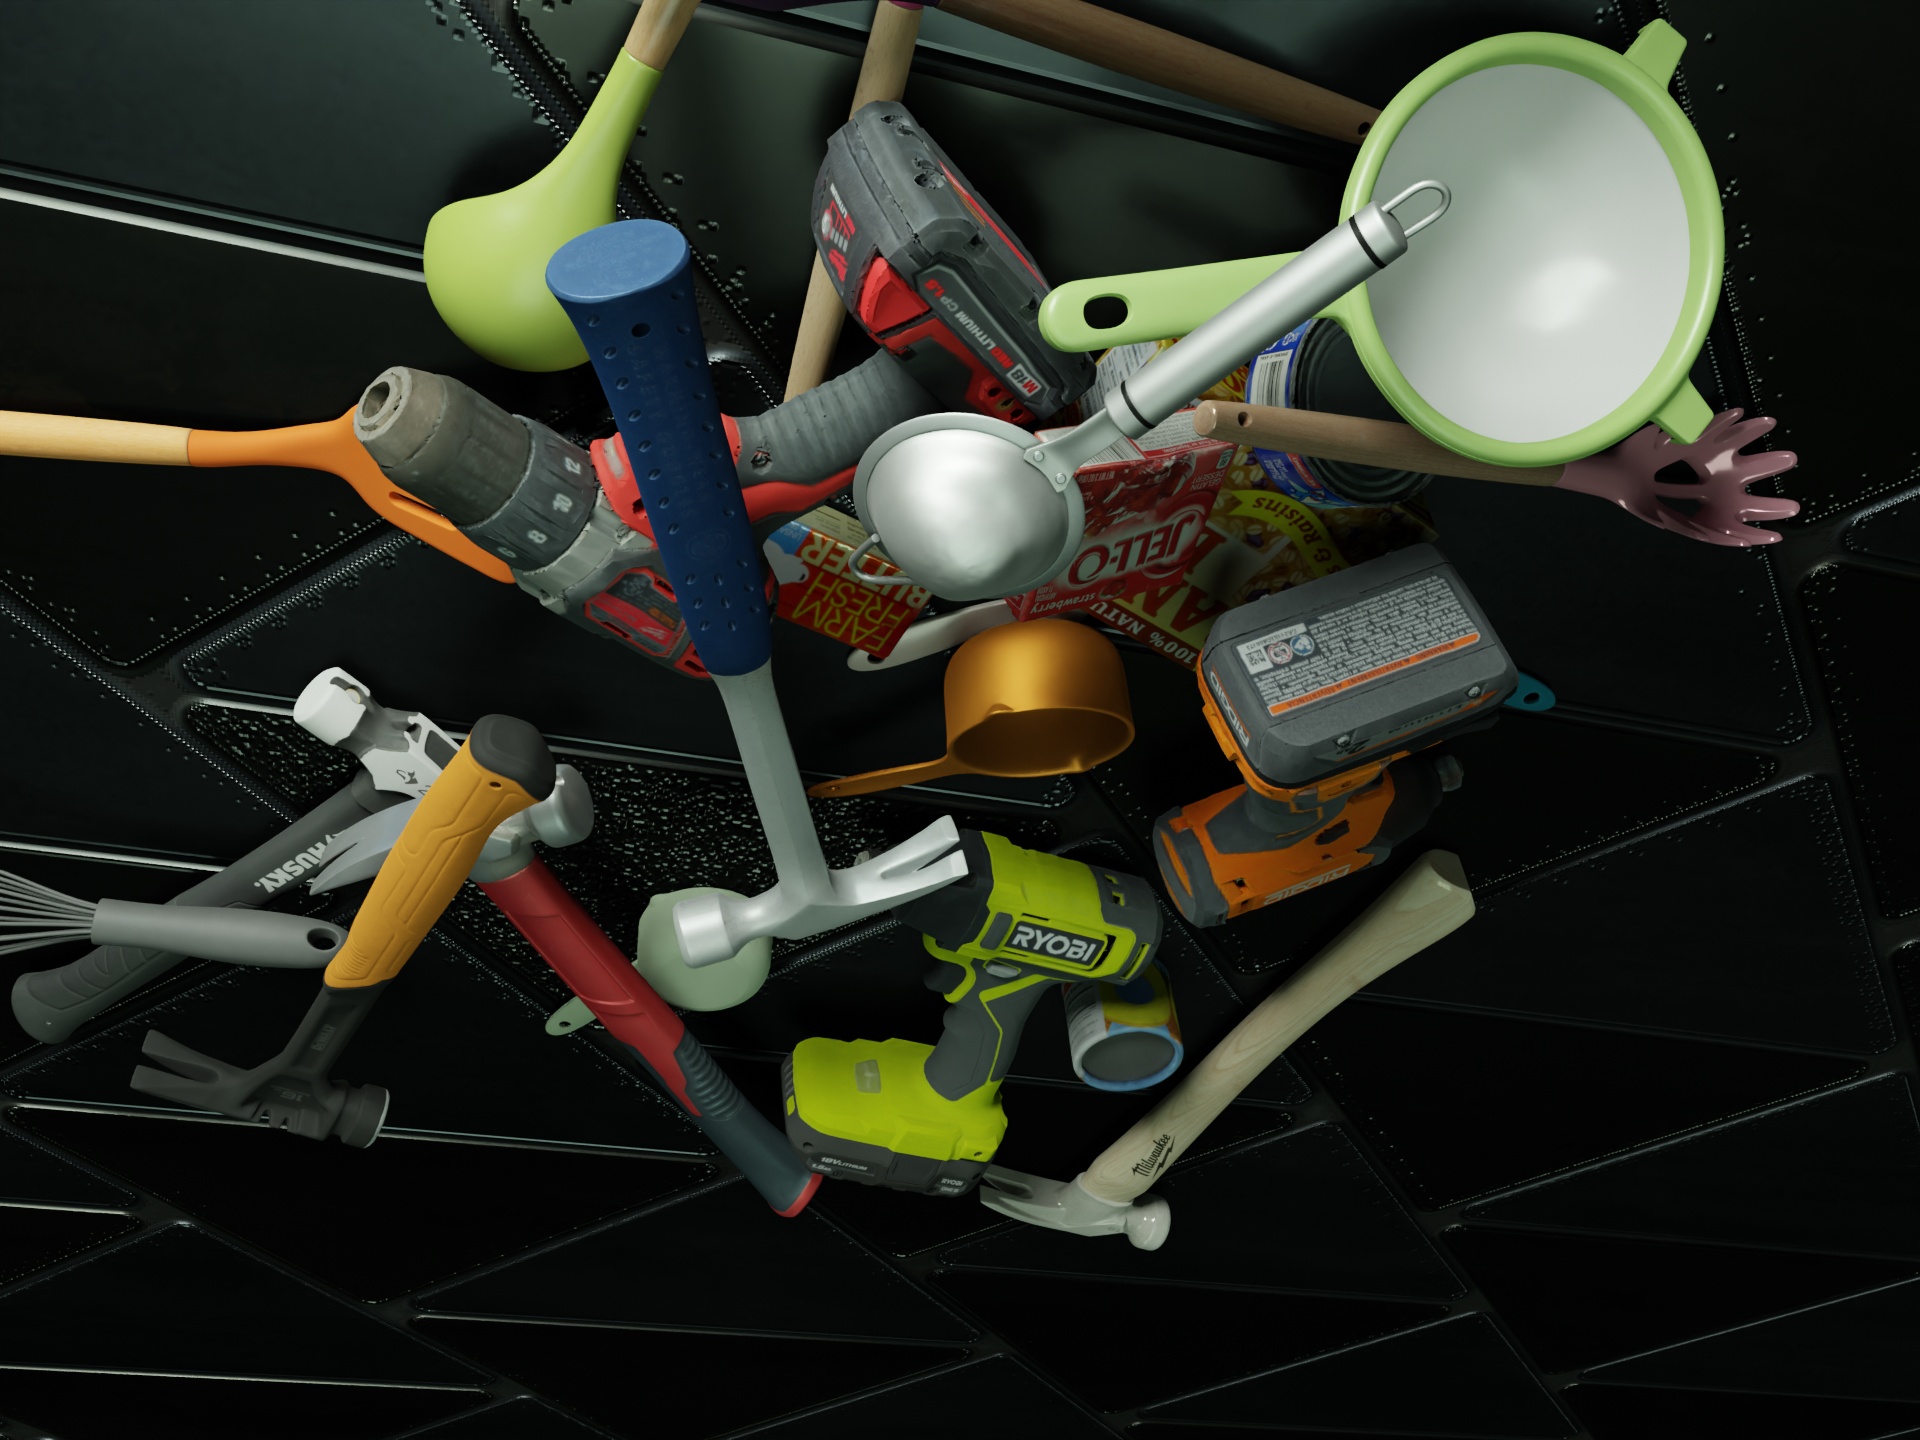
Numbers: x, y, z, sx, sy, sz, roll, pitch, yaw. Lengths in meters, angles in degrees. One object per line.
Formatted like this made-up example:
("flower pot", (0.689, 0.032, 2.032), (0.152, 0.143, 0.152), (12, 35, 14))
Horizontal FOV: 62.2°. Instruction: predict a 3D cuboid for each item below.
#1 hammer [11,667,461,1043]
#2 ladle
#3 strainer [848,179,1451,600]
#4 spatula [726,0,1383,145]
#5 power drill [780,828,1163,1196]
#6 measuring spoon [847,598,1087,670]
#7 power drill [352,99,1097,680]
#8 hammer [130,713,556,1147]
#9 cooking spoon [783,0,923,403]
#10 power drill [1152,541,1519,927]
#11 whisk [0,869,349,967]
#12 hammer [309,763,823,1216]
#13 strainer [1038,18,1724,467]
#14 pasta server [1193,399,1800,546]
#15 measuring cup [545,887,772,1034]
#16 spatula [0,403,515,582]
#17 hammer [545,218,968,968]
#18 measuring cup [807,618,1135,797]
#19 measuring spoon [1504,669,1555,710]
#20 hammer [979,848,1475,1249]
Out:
("hammer", (-0.381, 0.096, 0.839), (0.335, 0.035, 0.146), (-29, 129, 21))
("ladle", (-0.095, -0.251, 0.536), (0.078, 0.062, 0.320), (22, 121, -26))
("strainer", (0.051, -0.101, 0.540), (0.258, 0.050, 0.086), (-32, 122, 30))
("spatula", (0.017, -0.242, 0.533), (0.315, 0.018, 0.059), (8, 124, -24))
("power drill", (-0.011, 0.161, 0.897), (0.171, 0.080, 0.223), (16, 120, -21))
("measuring spoon", (0.004, -0.041, 0.753), (0.124, 0.018, 0.034), (-17, 133, 12))
("power drill", (-0.085, -0.119, 0.586), (0.226, 0.080, 0.187), (-36, 142, 17))
("hammer", (-0.286, 0.105, 0.758), (0.127, 0.034, 0.336), (24, 130, -25))
("cooking spoon", (-0.026, -0.230, 0.564), (0.068, 0.017, 0.318), (-3, 138, -24))
("power drill", (0.180, 0.014, 0.745), (0.164, 0.084, 0.226), (-20, 154, -8))
("whisk", (-0.427, 0.102, 0.789), (0.239, 0.055, 0.055), (8, 133, -16))
("hammer", (-0.186, 0.173, 0.876), (0.143, 0.038, 0.385), (-16, 133, 12))
("strainer", (0.148, -0.161, 0.586), (0.256, 0.069, 0.151), (-10, 99, -9))
("pasta server", (0.225, -0.106, 0.638), (0.316, 0.060, 0.040), (1, 176, -31))
("measuring cup", (-0.179, 0.154, 0.909), (0.167, 0.038, 0.083), (-33, 128, 21))
("spatula", (-0.339, -0.107, 0.643), (0.322, 0.041, 0.081), (3, 134, -7))
("hammer", (-0.080, -0.020, 0.628), (0.144, 0.035, 0.405), (-15, 145, -6))
("measuring cup", (-0.001, -0.002, 0.765), (0.173, 0.052, 0.095), (-14, 156, 26))
("measuring spoon", (0.247, -0.022, 0.789), (0.128, 0.021, 0.042), (18, 130, -19))
("hammer", (0.166, 0.213, 1.001), (0.146, 0.038, 0.410), (20, 129, -21))
